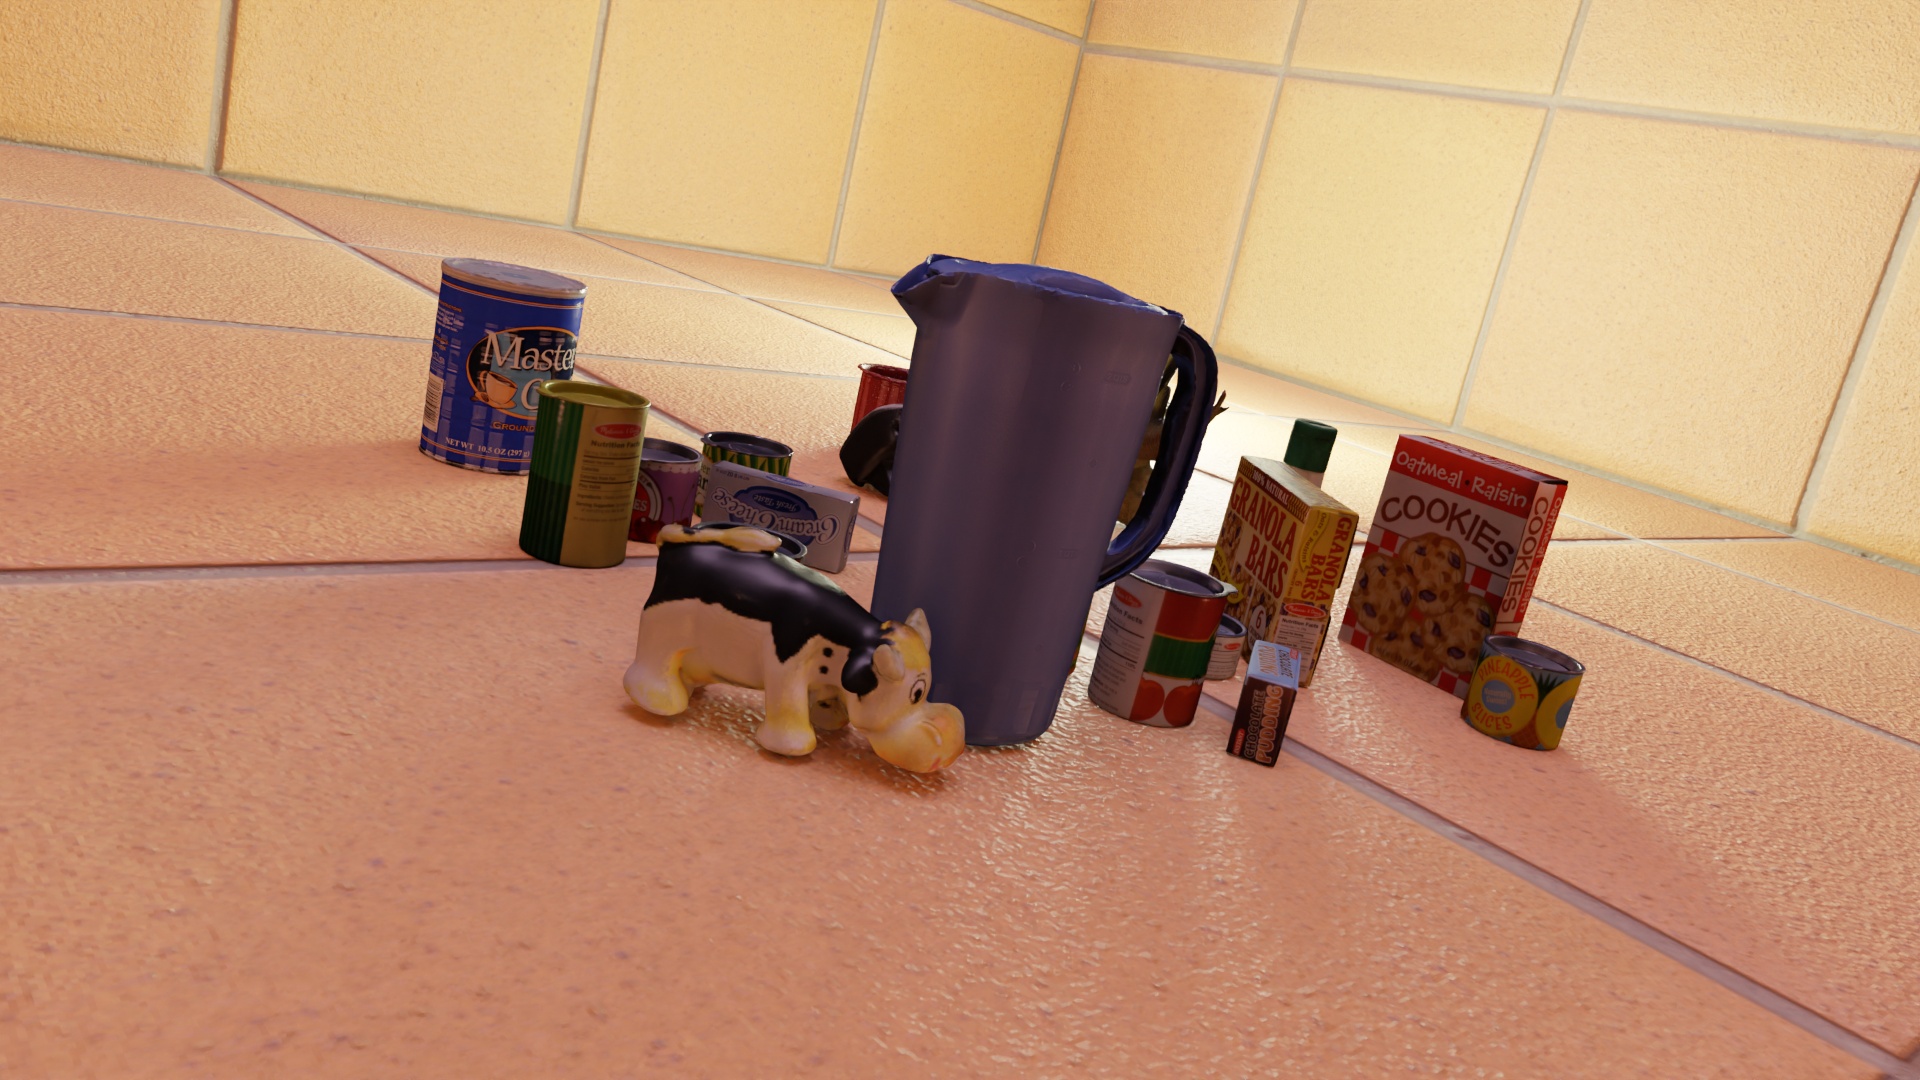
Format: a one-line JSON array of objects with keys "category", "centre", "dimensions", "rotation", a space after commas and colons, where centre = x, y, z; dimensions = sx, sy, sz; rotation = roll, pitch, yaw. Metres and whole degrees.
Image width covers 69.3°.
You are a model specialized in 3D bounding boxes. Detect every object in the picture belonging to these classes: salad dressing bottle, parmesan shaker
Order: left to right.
[{"category": "parmesan shaker", "centre": [-0.235, -0.042, 0.858], "dimensions": [0.071, 0.102, 0.071], "rotation": [12, 14, -3]}, {"category": "salad dressing bottle", "centre": [0.277, -0.027, 1.161], "dimensions": [0.064, 0.147, 0.044], "rotation": [9, 14, -15]}]

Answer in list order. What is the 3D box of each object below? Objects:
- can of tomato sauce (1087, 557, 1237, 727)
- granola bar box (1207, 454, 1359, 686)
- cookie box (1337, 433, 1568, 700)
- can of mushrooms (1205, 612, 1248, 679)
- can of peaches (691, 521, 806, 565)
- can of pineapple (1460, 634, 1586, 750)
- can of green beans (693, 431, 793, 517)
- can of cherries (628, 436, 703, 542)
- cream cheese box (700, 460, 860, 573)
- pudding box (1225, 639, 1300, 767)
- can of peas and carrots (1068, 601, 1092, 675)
[{"category": "can of tomato sauce", "centre": [0.118, 0.060, 0.819], "dimensions": [0.071, 0.083, 0.071], "rotation": [12, 14, -3]}, {"category": "granola bar box", "centre": [0.225, 0.017, 0.995], "dimensions": [0.039, 0.124, 0.166], "rotation": [11, 14, -8]}, {"category": "cookie box", "centre": [0.359, 0.017, 1.023], "dimensions": [0.040, 0.167, 0.123], "rotation": [2, 17, -37]}, {"category": "can of mushrooms", "centre": [0.155, 0.065, 0.931], "dimensions": [0.071, 0.033, 0.071], "rotation": [12, 14, -3]}, {"category": "can of peaches", "centre": [-0.127, 0.026, 0.784], "dimensions": [0.071, 0.058, 0.071], "rotation": [12, 14, -3]}, {"category": "can of pineapple", "centre": [0.376, 0.102, 0.934], "dimensions": [0.071, 0.057, 0.071], "rotation": [12, 14, -3]}, {"category": "can of green beans", "centre": [-0.161, -0.044, 1.026], "dimensions": [0.071, 0.057, 0.071], "rotation": [12, 14, -3]}, {"category": "can of cherries", "centre": [-0.214, -0.035, 0.942], "dimensions": [0.071, 0.058, 0.072], "rotation": [12, 14, -3]}, {"category": "cream cheese box", "centre": [-0.125, -0.016, 0.958], "dimensions": [0.104, 0.053, 0.024], "rotation": [15, 14, 7]}, {"category": "pudding box", "centre": [0.178, 0.093, 0.811], "dimensions": [0.030, 0.049, 0.084], "rotation": [16, 14, 12]}, {"category": "can of peas and carrots", "centre": [0.046, 0.045, 0.860], "dimensions": [0.071, 0.058, 0.071], "rotation": [12, 14, -3]}]
